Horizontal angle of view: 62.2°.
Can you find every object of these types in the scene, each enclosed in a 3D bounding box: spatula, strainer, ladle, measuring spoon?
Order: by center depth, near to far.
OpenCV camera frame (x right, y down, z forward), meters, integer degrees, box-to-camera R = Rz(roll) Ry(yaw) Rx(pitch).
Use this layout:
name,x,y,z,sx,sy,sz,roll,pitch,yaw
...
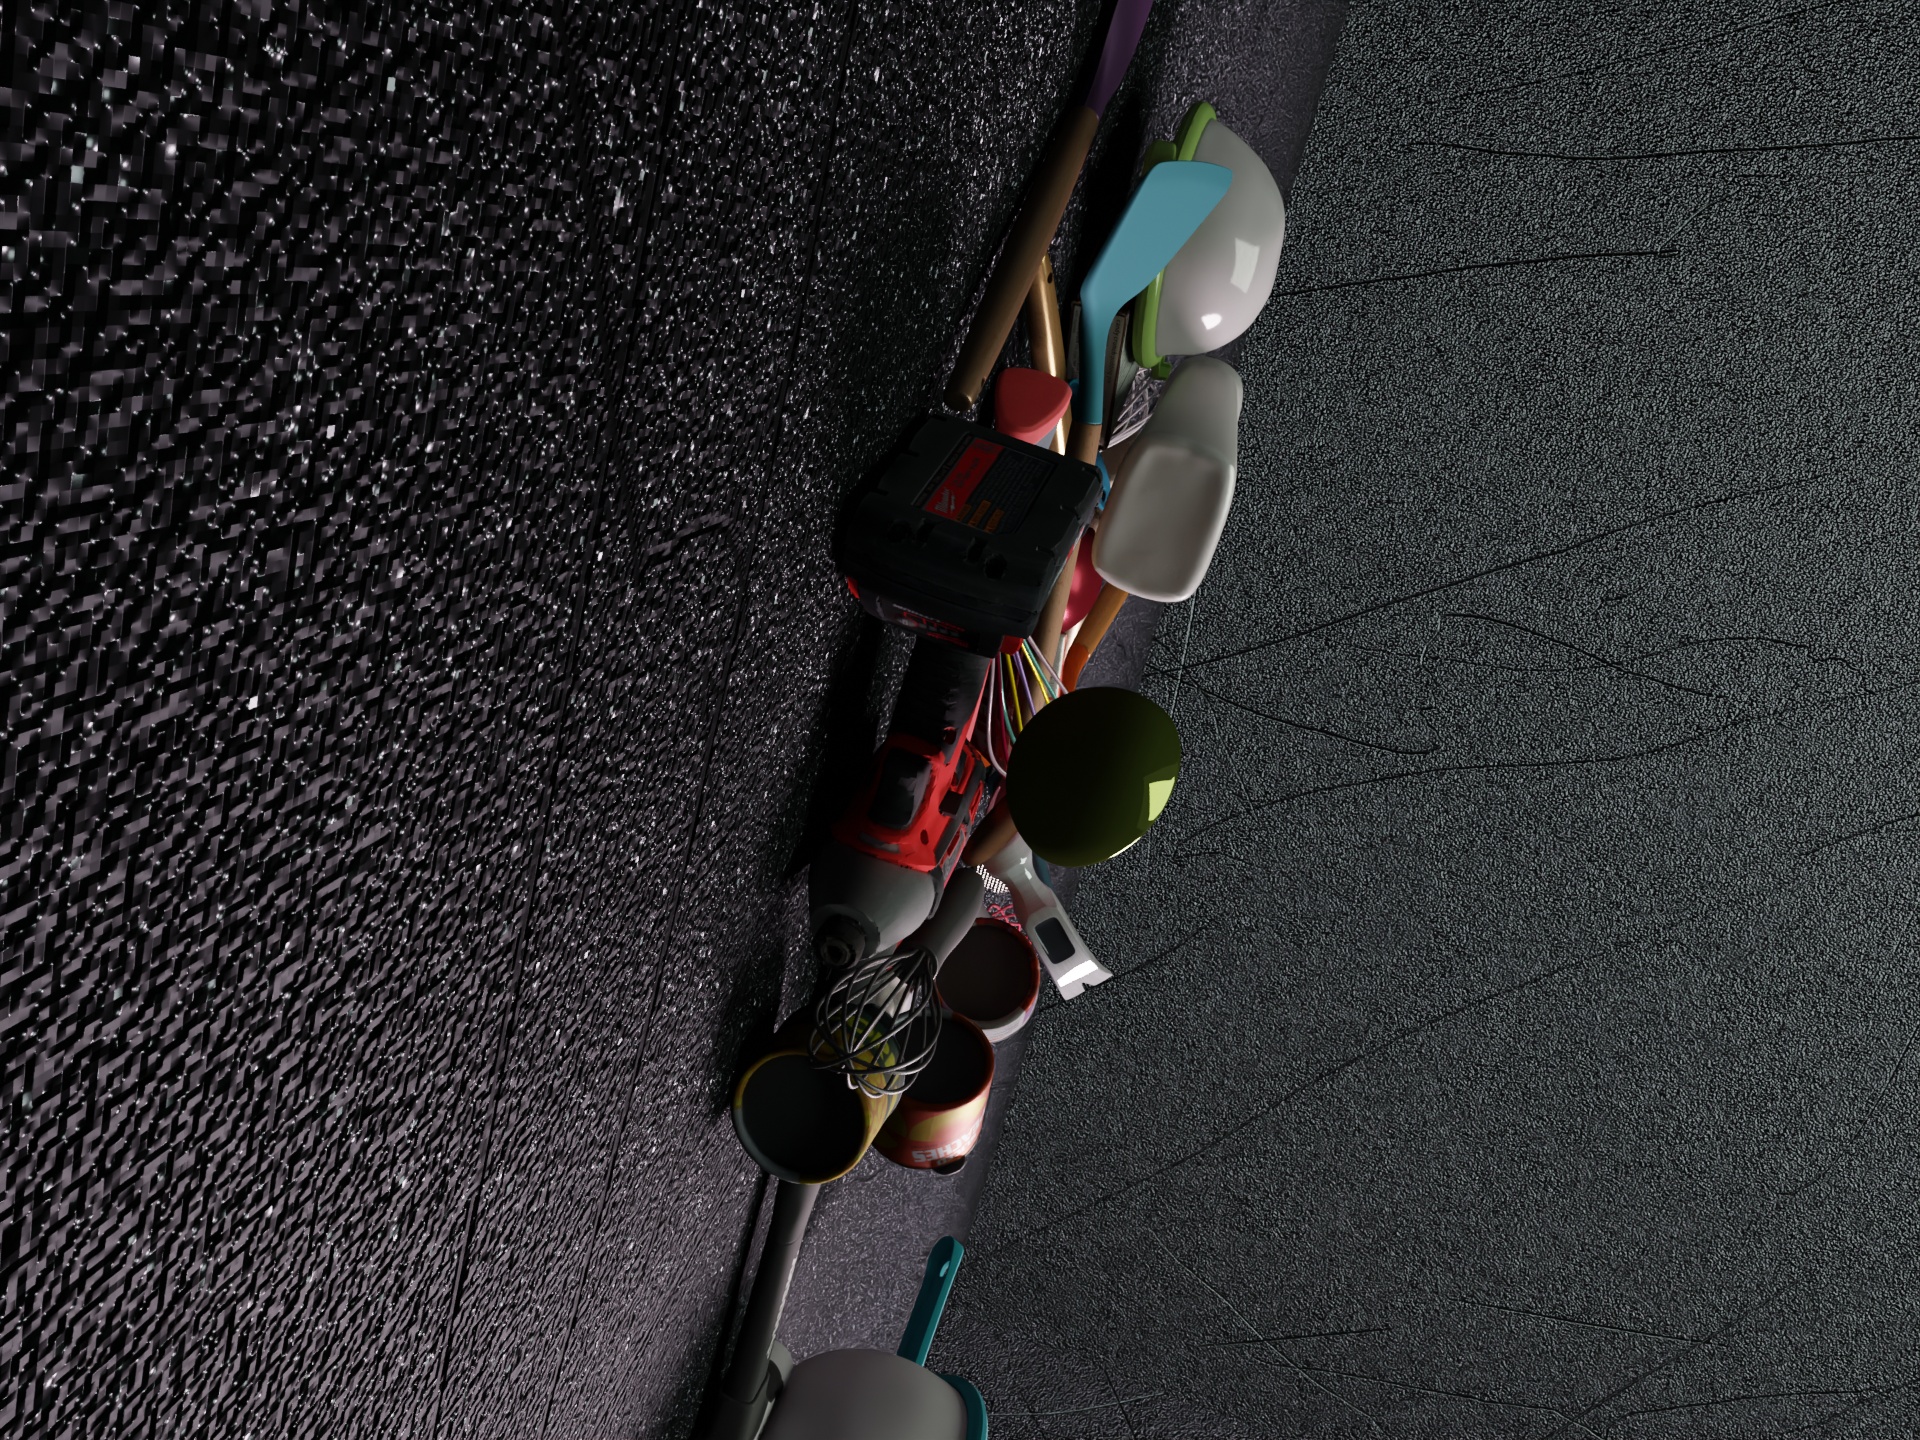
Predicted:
name,x,y,z,sx,sy,sz,roll,pitch,yaw
spatula,0.049,-0.258,0.719,0.059,0.018,0.316,88,20,-59
ladle,0.036,0.048,0.763,0.078,0.062,0.320,-64,180,-15
spatula,0.068,-0.125,0.814,0.082,0.044,0.317,-20,128,-52
ladle,0.054,-0.140,0.869,0.069,0.031,0.315,-61,160,-23
strainer,0.140,-0.269,0.870,0.256,0.069,0.151,-25,129,-78
measuring spoon,0.068,-0.160,0.952,0.128,0.021,0.042,52,53,-62
strainer,-0.074,0.426,1.006,0.211,0.095,0.340,-38,-170,28
spatula,0.083,-0.067,1.090,0.323,0.041,0.081,-57,-178,-39

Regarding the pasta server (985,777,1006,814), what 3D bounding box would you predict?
name,x,y,z,sx,sy,sz,roll,pitch,yaw
pasta server,0.040,0.040,1.060,0.316,0.060,0.040,-153,-106,-86

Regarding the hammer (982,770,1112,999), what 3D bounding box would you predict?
name,x,y,z,sx,sy,sz,roll,pitch,yaw
hammer,0.046,0.090,1.088,0.128,0.033,0.331,60,4,-12

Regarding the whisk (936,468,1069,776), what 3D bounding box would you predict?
name,x,y,z,sx,sy,sz,roll,pitch,yaw
whisk,0.025,-0.036,0.766,0.047,0.051,0.244,-44,142,-21

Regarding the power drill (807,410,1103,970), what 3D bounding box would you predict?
name,x,y,z,sx,sy,sz,roll,pitch,yaw
power drill,-0.015,-0.003,0.667,0.143,0.078,0.219,-61,169,-53

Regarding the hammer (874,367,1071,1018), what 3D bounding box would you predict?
name,x,y,z,sx,sy,sz,roll,pitch,yaw
hammer,-0.001,-0.003,0.866,0.143,0.038,0.386,-57,163,-64

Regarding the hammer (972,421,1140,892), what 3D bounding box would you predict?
name,x,y,z,sx,sy,sz,roll,pitch,yaw
hammer,0.080,-0.052,1.246,0.146,0.038,0.410,-64,170,-50

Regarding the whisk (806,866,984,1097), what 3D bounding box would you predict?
name,x,y,z,sx,sy,sz,roll,pitch,yaw
whisk,-0.019,0.111,0.745,0.239,0.055,0.055,-48,155,-72

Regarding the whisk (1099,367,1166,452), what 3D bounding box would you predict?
name,x,y,z,sx,sy,sz,roll,pitch,yaw
whisk,0.081,-0.178,1.030,0.059,0.058,0.246,63,35,-26

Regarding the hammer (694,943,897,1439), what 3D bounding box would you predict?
name,x,y,z,sx,sy,sz,roll,pitch,yaw
hammer,-0.091,0.261,0.853,0.146,0.035,0.334,-45,151,-73

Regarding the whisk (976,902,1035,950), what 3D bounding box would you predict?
name,x,y,z,sx,sy,sz,roll,pitch,yaw
whisk,0.020,0.171,1.317,0.295,0.073,0.073,57,52,-71
